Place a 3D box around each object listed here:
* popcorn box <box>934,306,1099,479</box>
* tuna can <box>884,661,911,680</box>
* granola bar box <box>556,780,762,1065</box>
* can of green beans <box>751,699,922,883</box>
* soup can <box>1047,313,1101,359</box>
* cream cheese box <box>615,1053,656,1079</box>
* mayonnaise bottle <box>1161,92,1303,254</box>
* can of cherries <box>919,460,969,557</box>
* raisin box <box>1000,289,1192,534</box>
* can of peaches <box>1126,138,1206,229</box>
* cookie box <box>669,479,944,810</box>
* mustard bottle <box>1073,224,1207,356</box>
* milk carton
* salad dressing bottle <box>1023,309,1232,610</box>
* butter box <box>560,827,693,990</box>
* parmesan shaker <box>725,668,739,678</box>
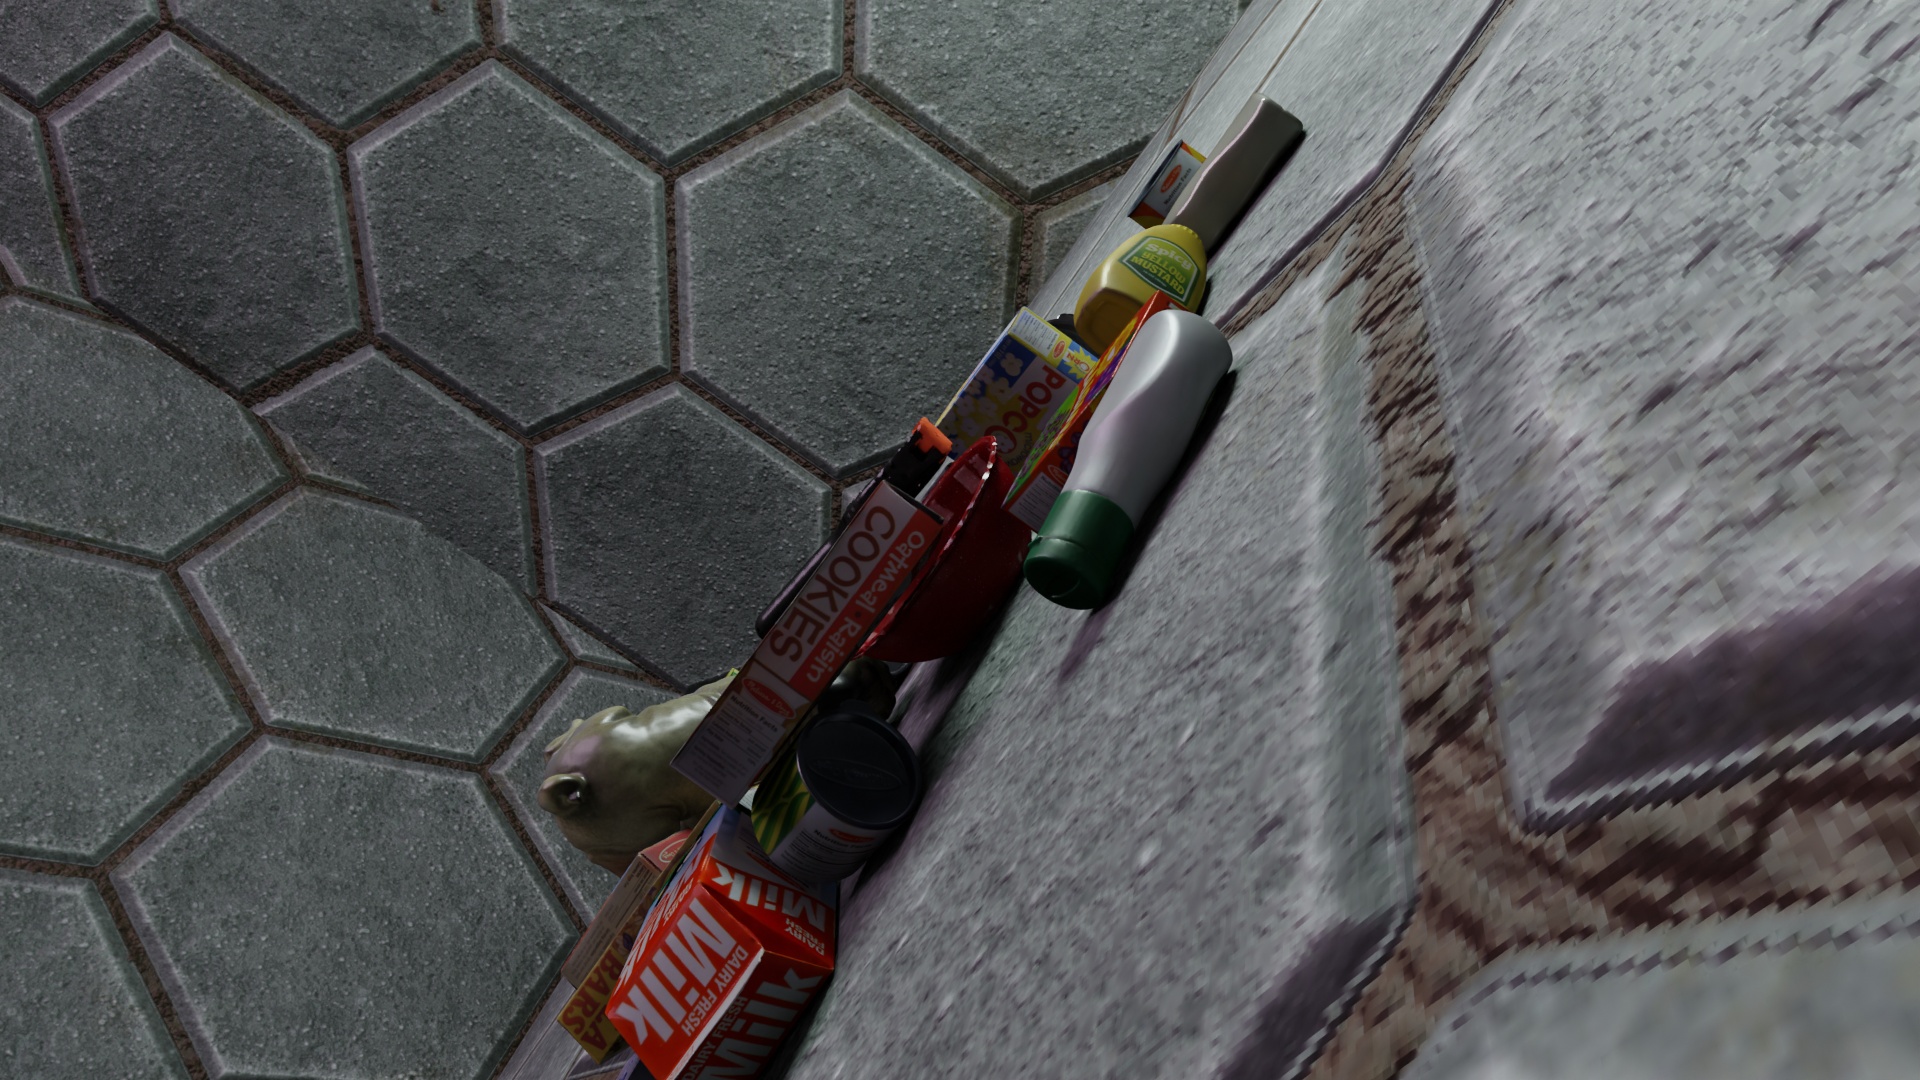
[{"bbox_3d":[0.043,-0.090,0.959,0.126,0.085,0.038,-49,9,47],"label":"popcorn box"},{"bbox_3d":[-0.066,0.077,1.008,0.032,0.071,0.071,-51,7,46],"label":"tuna can"},{"bbox_3d":[-0.148,0.215,0.816,0.165,0.039,0.124,-54,-15,10],"label":"granola bar box"},{"bbox_3d":[-0.061,0.124,0.673,0.057,0.071,0.071,-51,7,39],"label":"can of green beans"},{"bbox_3d":[0.064,-0.117,1.022,0.071,0.071,0.083,-58,6,-27],"label":"soup can"},{"bbox_3d":[-0.198,0.338,0.789,0.053,0.024,0.104,-52,6,43],"label":"cream cheese box"},{"bbox_3d":[0.170,-0.228,0.935,0.147,0.041,0.065,-54,4,20],"label":"mayonnaise bottle"},{"bbox_3d":[0.003,-0.012,0.945,0.058,0.071,0.072,-52,6,27],"label":"can of cherries"},{"bbox_3d":[0.078,-0.065,0.751,0.122,0.040,0.086,-51,6,48],"label":"raisin box"},{"bbox_3d":[0.162,-0.244,1.000,0.071,0.058,0.071,-55,5,7],"label":"can of peaches"},{"bbox_3d":[-0.074,0.053,0.706,0.167,0.040,0.123,-53,0,-8],"label":"cookie box"},{"bbox_3d":[0.119,-0.160,0.851,0.048,0.065,0.161,-56,0,39],"label":"mustard bottle"},{"bbox_3d":[-0.107,0.189,0.644,0.072,0.073,0.190,-55,6,0],"label":"milk carton"},{"bbox_3d":[0.073,-0.037,0.611,0.148,0.044,0.064,-60,9,-30],"label":"salad dressing bottle"},{"bbox_3d":[-0.193,0.221,0.829,0.103,0.024,0.053,-56,-15,18],"label":"butter box"},{"bbox_3d":[-0.147,0.151,1.045,0.071,0.103,0.071,-55,5,8],"label":"parmesan shaker"}]
